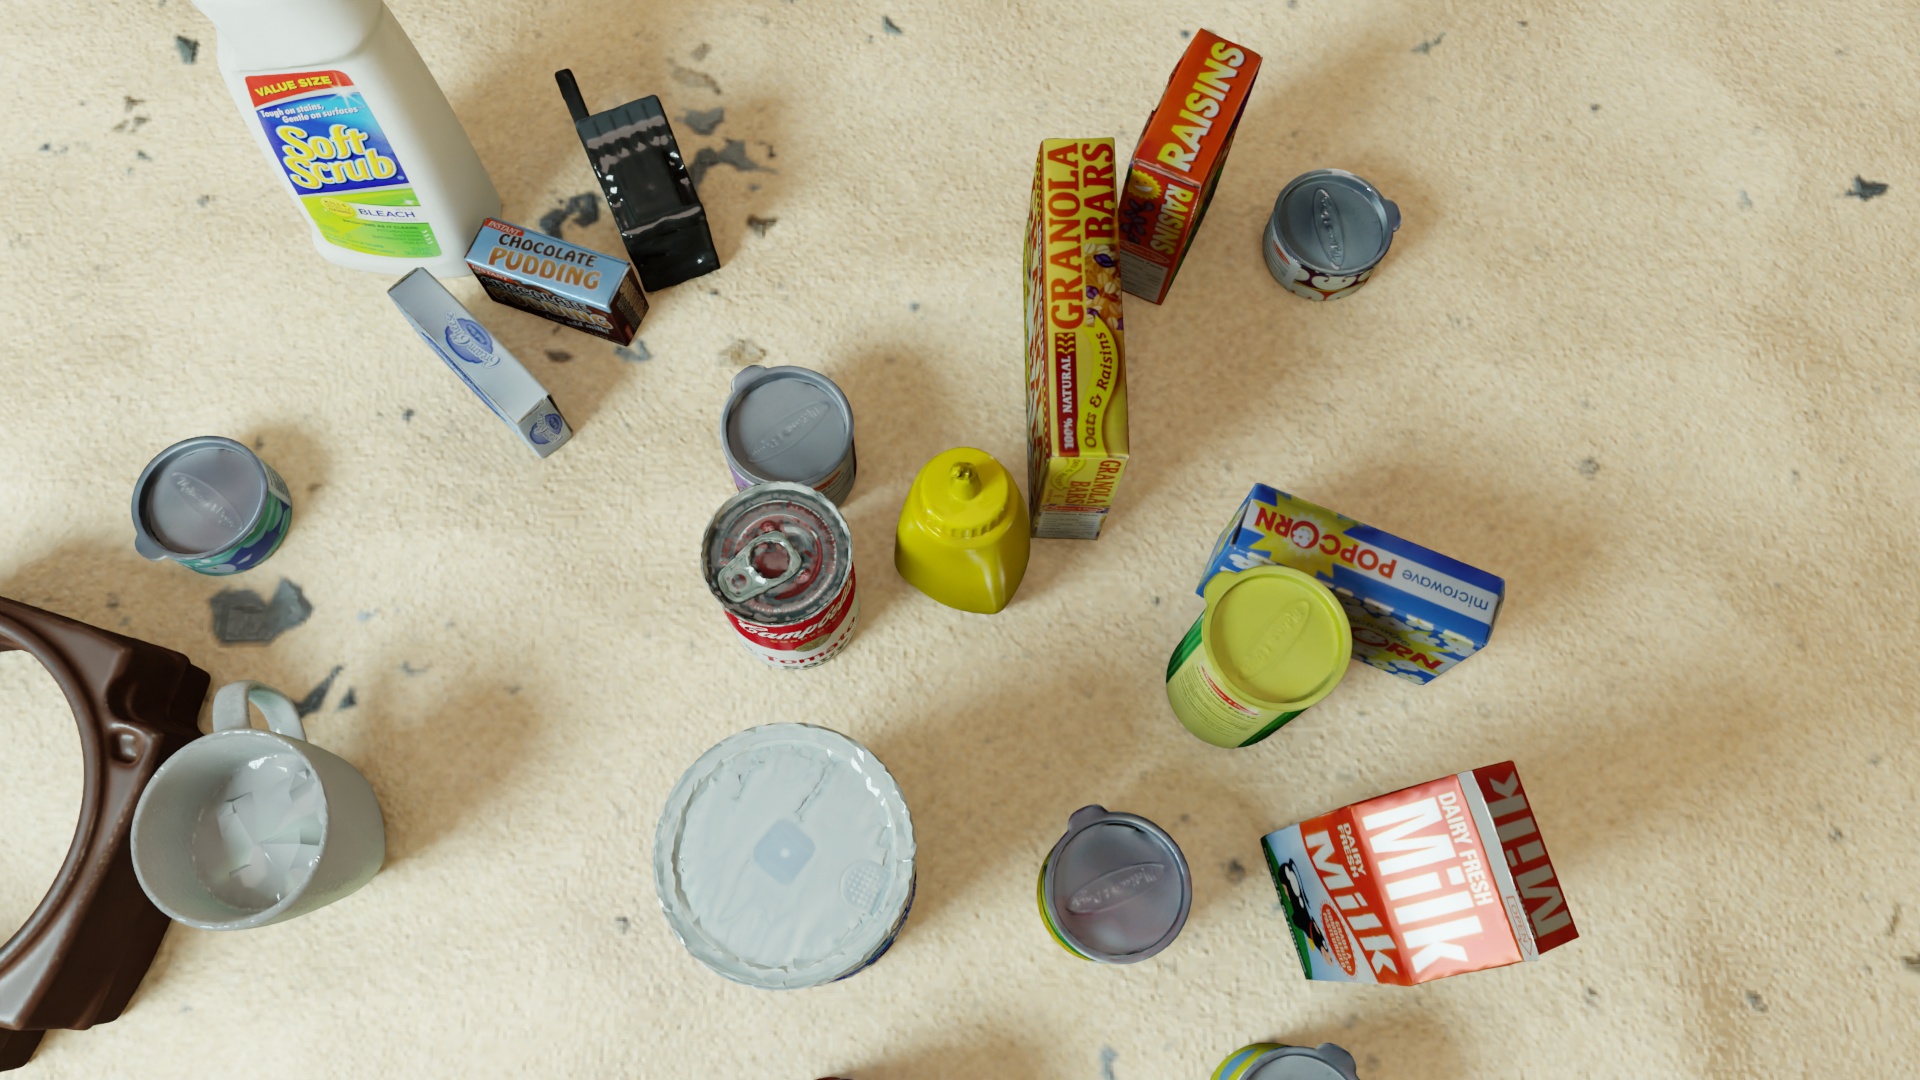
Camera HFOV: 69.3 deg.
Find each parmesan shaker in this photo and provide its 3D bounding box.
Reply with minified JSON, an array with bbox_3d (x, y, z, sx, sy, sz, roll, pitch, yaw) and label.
[{"bbox_3d":[0.136,0.056,0.659,0.071,0.102,0.071,1,72,-2],"label":"parmesan shaker"}]

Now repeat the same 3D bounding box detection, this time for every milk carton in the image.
[{"bbox_3d":[0.192,0.143,0.587,0.073,0.190,0.072,-14,74,-6],"label":"milk carton"}]

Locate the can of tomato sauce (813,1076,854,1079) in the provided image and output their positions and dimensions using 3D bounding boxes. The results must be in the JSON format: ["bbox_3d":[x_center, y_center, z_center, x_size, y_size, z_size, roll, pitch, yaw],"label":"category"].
[{"bbox_3d":[-0.055,0.267,0.594,0.071,0.083,0.071,1,72,-2],"label":"can of tomato sauce"}]

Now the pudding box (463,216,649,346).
[{"bbox_3d":[-0.213,-0.138,0.738,0.084,0.049,0.030,19,73,4],"label":"pudding box"}]

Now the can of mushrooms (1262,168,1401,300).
[{"bbox_3d":[0.205,-0.169,0.770,0.071,0.033,0.071,1,72,-2],"label":"can of mushrooms"}]

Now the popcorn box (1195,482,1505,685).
[{"bbox_3d":[0.187,0.023,0.680,0.127,0.085,0.038,22,73,5],"label":"popcorn box"}]

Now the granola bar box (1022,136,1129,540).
[{"bbox_3d":[0.054,-0.096,0.694,0.039,0.124,0.166,0,72,-2],"label":"granola bar box"}]

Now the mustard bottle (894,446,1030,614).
[{"bbox_3d":[0.002,-0.008,0.645,0.065,0.159,0.049,22,73,5],"label":"mustard bottle"}]

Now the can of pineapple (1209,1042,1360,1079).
[{"bbox_3d":[0.146,0.258,0.617,0.071,0.057,0.071,1,72,-2],"label":"can of pineapple"}]

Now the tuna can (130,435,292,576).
[{"bbox_3d":[-0.379,-0.015,0.702,0.071,0.032,0.071,1,72,-2],"label":"tuna can"}]

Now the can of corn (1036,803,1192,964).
[{"bbox_3d":[0.069,0.160,0.646,0.071,0.058,0.071,1,72,-2],"label":"can of corn"}]

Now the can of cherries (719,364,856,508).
[{"bbox_3d":[-0.087,-0.050,0.709,0.071,0.058,0.071,1,72,-2],"label":"can of cherries"}]

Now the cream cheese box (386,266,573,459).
[{"bbox_3d":[-0.247,-0.091,0.720,0.104,0.053,0.024,43,76,11],"label":"cream cheese box"}]

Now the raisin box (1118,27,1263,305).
[{"bbox_3d":[0.113,-0.192,0.727,0.040,0.123,0.086,25,73,6],"label":"raisin box"}]
